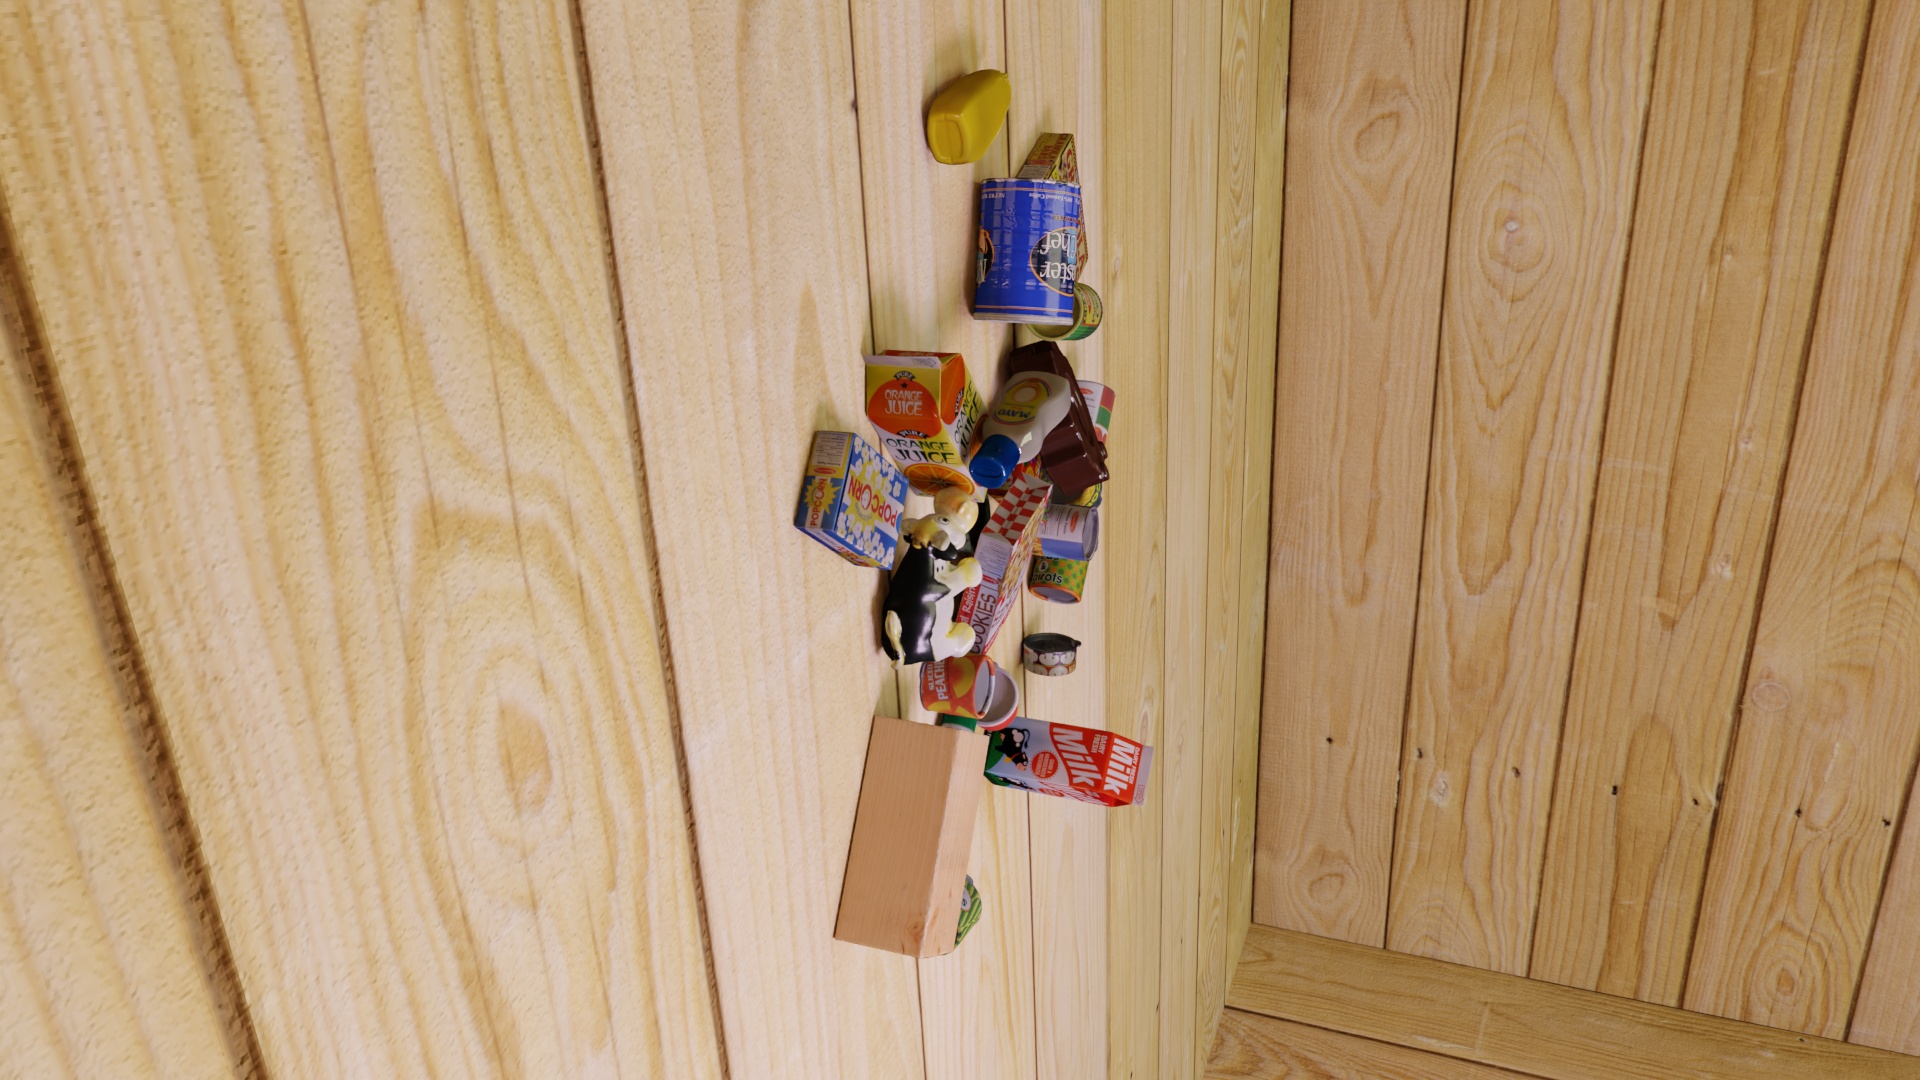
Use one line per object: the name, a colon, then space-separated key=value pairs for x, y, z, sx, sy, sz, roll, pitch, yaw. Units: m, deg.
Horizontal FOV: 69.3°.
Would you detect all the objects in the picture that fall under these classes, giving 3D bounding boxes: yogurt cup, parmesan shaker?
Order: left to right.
yogurt cup: x=0.033 y=0.175 z=1.513 sx=0.053 sy=0.072 sz=0.072 roll=66 pitch=35 yaw=-67
parmesan shaker: x=0.112 y=-0.253 z=1.514 sx=0.103 sy=0.071 sz=0.071 roll=-24 pitch=118 yaw=-70

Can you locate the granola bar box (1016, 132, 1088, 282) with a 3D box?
granola bar box: x=0.105 y=-0.360 z=1.582 sx=0.125 sy=0.039 sz=0.164 roll=-64 pitch=152 yaw=-42

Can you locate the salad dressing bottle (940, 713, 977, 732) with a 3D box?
salad dressing bottle: x=-0.012 y=0.231 z=1.441 sx=0.064 sy=0.044 sz=0.148 roll=58 pitch=42 yaw=-58

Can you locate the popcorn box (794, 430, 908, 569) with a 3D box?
popcorn box: x=-0.089 y=-0.032 z=1.168 sx=0.126 sy=0.038 sz=0.085 roll=40 pitch=57 yaw=-65

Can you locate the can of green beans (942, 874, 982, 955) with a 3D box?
can of green beans: x=-0.019 y=0.385 z=1.433 sx=0.058 sy=0.071 sz=0.071 roll=-30 pitch=124 yaw=-64

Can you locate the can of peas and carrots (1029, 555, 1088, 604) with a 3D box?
can of peas and carrots: x=0.120 y=0.040 z=1.700 sx=0.070 sy=0.071 sz=0.059 roll=51 pitch=50 yaw=-62

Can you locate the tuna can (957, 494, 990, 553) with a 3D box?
tuna can: x=0.005 y=-0.018 z=1.426 sx=0.071 sy=0.033 sz=0.071 roll=5 pitch=91 yaw=-69

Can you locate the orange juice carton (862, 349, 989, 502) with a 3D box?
orange juice carton: x=-0.027 y=-0.113 z=1.260 sx=0.192 sy=0.072 sz=0.073 roll=60 pitch=40 yaw=-58

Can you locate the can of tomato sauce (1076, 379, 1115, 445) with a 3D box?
can of tomato sauce: x=0.154 y=-0.149 z=1.733 sx=0.071 sy=0.071 sz=0.083 roll=44 pitch=56 yaw=-64

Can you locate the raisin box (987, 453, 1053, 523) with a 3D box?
raisin box: x=0.071 y=-0.076 z=1.575 sx=0.123 sy=0.040 sz=0.086 roll=38 pitch=60 yaw=-67

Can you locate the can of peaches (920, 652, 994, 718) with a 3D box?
can of peaches: x=-0.003 y=0.145 z=1.417 sx=0.071 sy=0.058 sz=0.071 roll=6 pitch=91 yaw=-70

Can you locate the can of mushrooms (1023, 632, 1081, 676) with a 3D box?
can of mushrooms: x=0.112 y=0.139 z=1.700 sx=0.071 sy=0.071 sz=0.033 roll=-35 pitch=130 yaw=-63

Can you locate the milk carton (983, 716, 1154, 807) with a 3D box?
milk carton: x=0.123 y=0.254 z=1.592 sx=0.073 sy=0.190 sz=0.072 roll=55 pitch=45 yaw=-60

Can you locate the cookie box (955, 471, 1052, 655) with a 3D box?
cookie box: x=0.042 y=0.030 z=1.456 sx=0.123 sy=0.040 sz=0.166 roll=-56 pitch=166 yaw=-50

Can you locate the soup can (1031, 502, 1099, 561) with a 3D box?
soup can: x=0.116 y=-0.011 z=1.648 sx=0.071 sy=0.084 sz=0.071 roll=6 pitch=91 yaw=-69

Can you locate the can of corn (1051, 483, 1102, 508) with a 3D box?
can of corn: x=0.137 y=-0.067 z=1.705 sx=0.058 sy=0.071 sz=0.071 roll=17 pitch=80 yaw=-68

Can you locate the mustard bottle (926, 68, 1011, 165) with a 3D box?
mustard bottle: x=0.015 y=-0.411 z=1.318 sx=0.161 sy=0.049 sz=0.065 roll=-60 pitch=150 yaw=-48

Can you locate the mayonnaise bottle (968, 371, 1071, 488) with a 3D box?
mayonnaise bottle: x=0.052 y=-0.103 z=1.284 sx=0.149 sy=0.065 sz=0.041 roll=-57 pitch=148 yaw=-46
